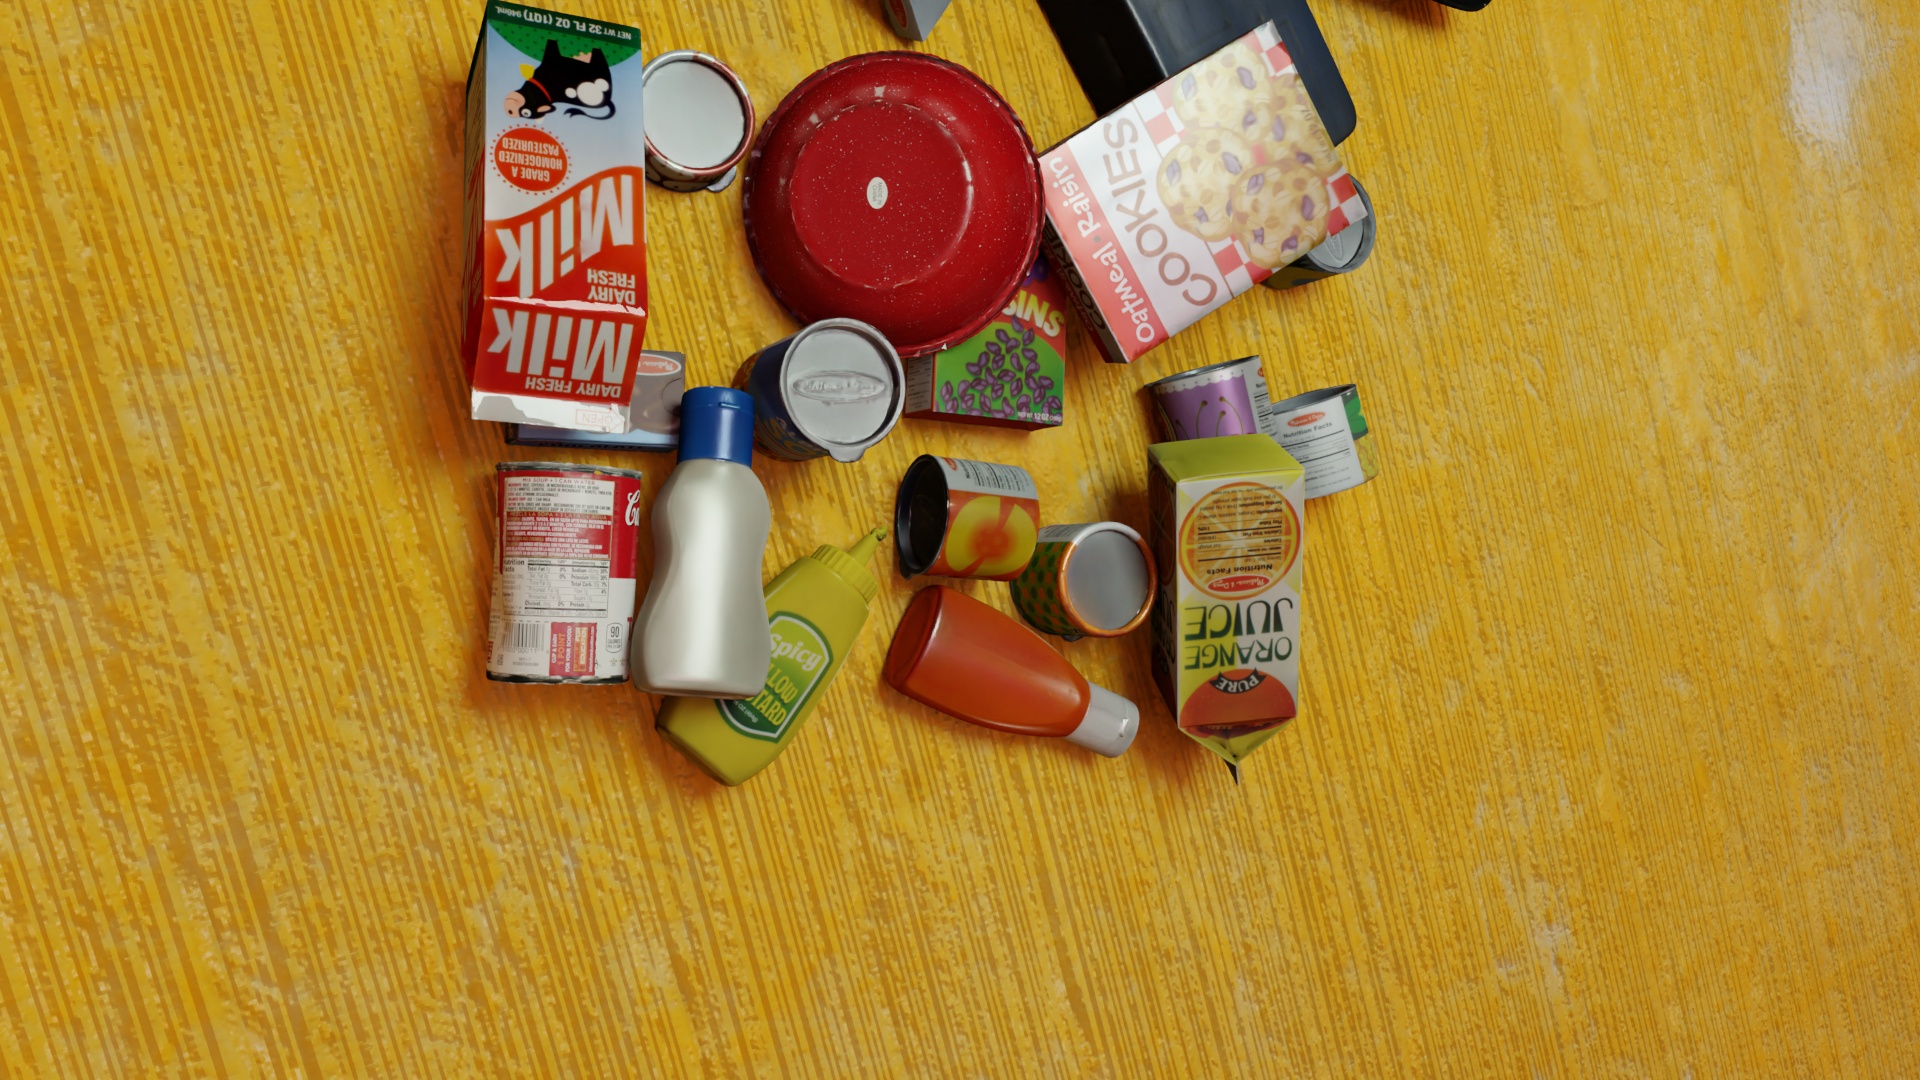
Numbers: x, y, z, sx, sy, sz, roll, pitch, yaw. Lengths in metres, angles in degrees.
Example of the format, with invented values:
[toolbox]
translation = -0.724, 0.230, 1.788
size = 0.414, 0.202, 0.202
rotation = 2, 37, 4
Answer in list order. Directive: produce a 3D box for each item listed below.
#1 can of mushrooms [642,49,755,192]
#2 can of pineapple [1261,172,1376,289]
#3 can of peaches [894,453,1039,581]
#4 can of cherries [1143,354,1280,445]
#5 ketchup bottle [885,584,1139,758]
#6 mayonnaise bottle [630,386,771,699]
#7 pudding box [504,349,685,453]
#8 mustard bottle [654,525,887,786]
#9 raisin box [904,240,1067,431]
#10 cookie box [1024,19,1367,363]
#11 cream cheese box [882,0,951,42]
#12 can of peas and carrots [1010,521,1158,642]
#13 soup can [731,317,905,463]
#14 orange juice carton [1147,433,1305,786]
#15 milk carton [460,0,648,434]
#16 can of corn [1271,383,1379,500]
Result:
[can of mushrooms]
translation = -0.140, -0.214, 0.715
size = 0.071, 0.033, 0.071
rotation = 2, 86, -27
[can of pineapple]
translation = 0.217, -0.196, 0.880
size = 0.071, 0.058, 0.071
rotation = 1, 87, -26
[can of peaches]
translation = 0.003, -0.010, 0.761
size = 0.058, 0.071, 0.071
rotation = 5, 86, -27
[can of cherries]
translation = 0.152, -0.076, 0.840
size = 0.072, 0.071, 0.058
rotation = -19, 97, -26
[ketchup bottle]
translation = 0.034, 0.081, 0.784
size = 0.149, 0.043, 0.065
rotation = 27, 77, -23
[mayonnaise bottle]
translation = -0.122, 0.001, 0.672
size = 0.065, 0.041, 0.148
rotation = 9, 75, -28
[pudding box]
translation = -0.181, -0.070, 0.690
size = 0.084, 0.030, 0.049
rotation = 1, 87, -27
[mustard bottle]
translation = -0.088, 0.050, 0.721
size = 0.065, 0.048, 0.161
rotation = 43, 71, -16
[raisin box]
translation = 0.016, -0.128, 0.787
size = 0.086, 0.040, 0.123
rotation = 3, 87, -27
[cookie box]
translation = 0.126, -0.193, 0.777
size = 0.168, 0.040, 0.122
rotation = -32, 103, -8
[cream cheese box]
translation = -0.011, -0.336, 0.775
size = 0.024, 0.053, 0.104
rotation = 24, 73, 21
[can of peas and carrots]
translation = 0.071, 0.025, 0.797
size = 0.071, 0.058, 0.071
rotation = 1, 88, -26
[soup can]
translation = -0.075, -0.072, 0.713
size = 0.071, 0.083, 0.071
rotation = 1, 88, -26
[orange juice carton]
translation = 0.151, 0.042, 0.801
size = 0.073, 0.072, 0.192
rotation = -5, 110, -4
[milk carton]
translation = -0.189, -0.142, 0.643
size = 0.072, 0.073, 0.191
rotation = 4, 73, -26
[can of corn]
translation = 0.224, -0.062, 0.875
size = 0.071, 0.071, 0.058
rotation = -21, 98, -26
